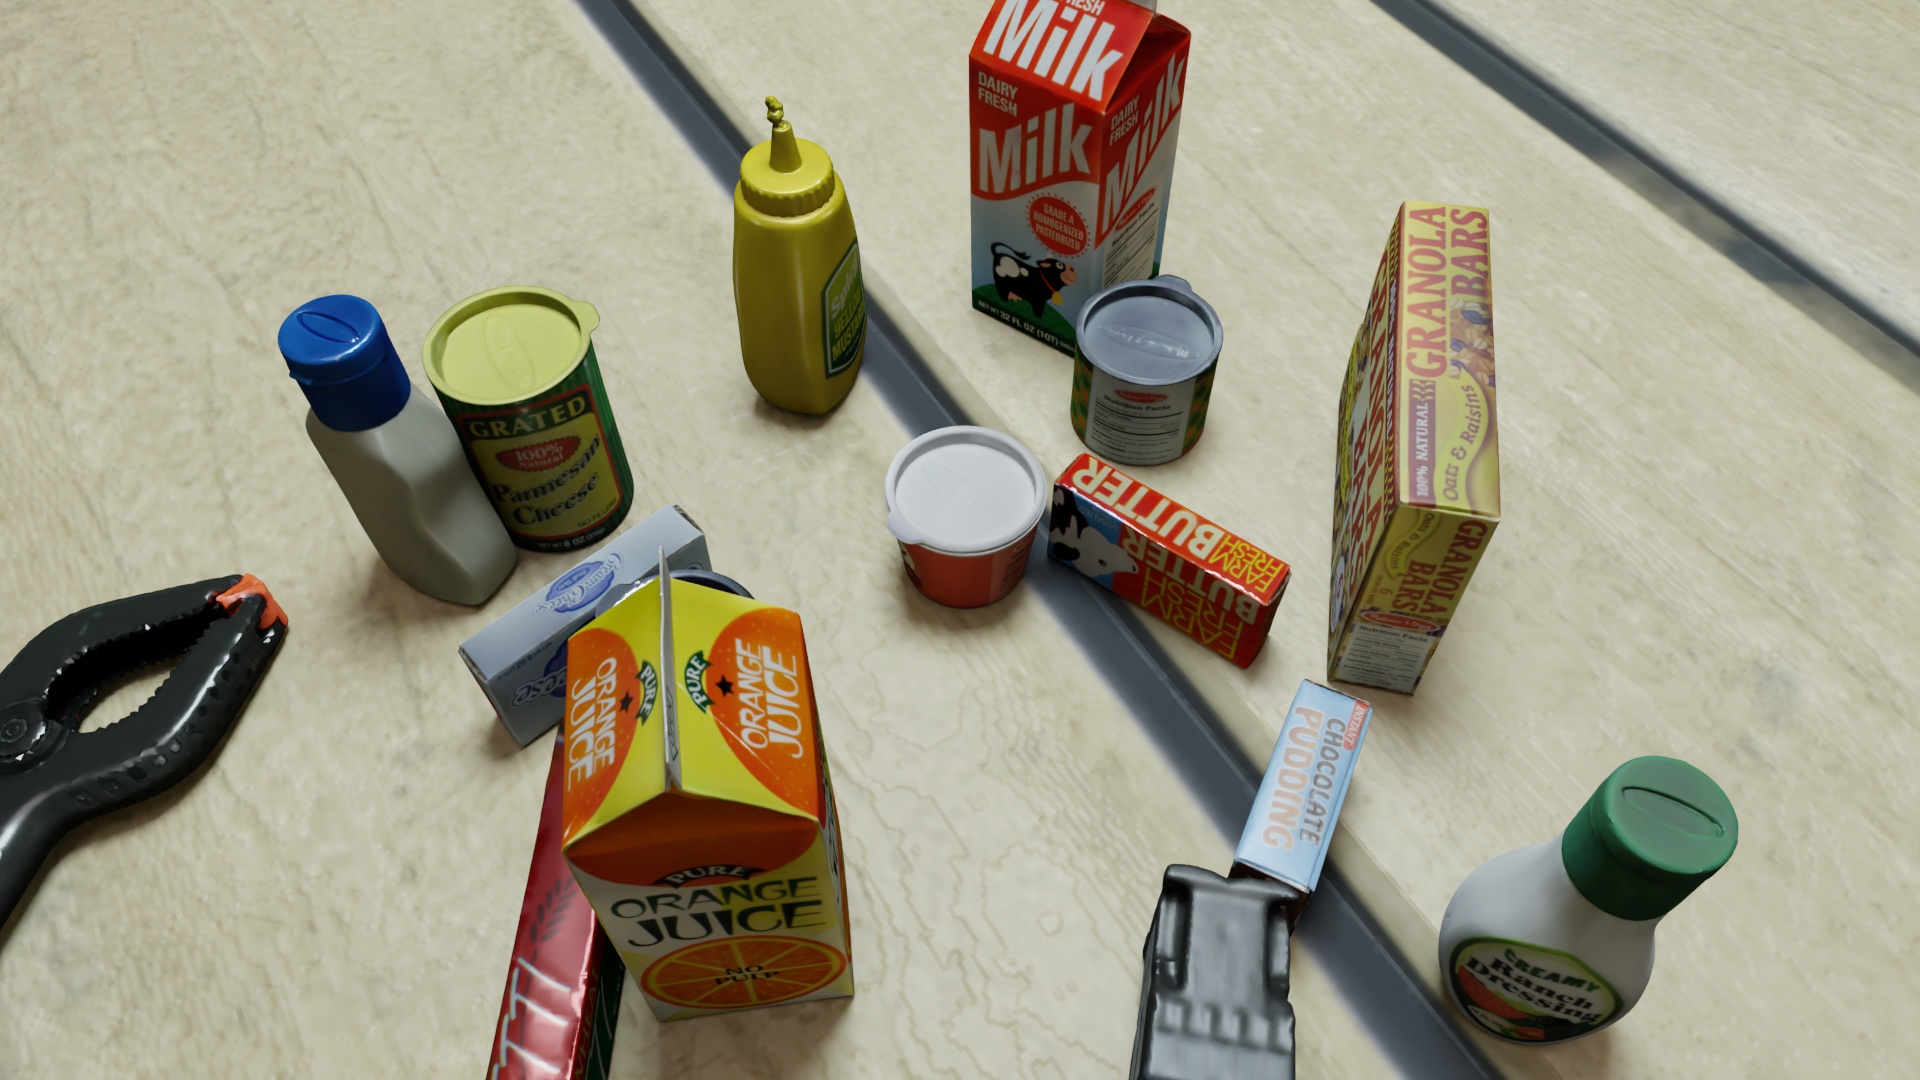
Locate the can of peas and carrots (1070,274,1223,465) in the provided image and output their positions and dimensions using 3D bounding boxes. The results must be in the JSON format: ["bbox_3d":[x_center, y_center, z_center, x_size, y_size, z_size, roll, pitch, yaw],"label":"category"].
[{"bbox_3d":[0.086,-0.079,0.646,0.071,0.058,0.071,0,54,0],"label":"can of peas and carrots"}]

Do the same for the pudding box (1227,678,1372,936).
[{"bbox_3d":[0.125,0.100,0.518,0.030,0.049,0.084,21,56,15],"label":"pudding box"}]

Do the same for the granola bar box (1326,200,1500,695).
[{"bbox_3d":[0.184,-0.039,0.575,0.039,0.123,0.166,9,54,7],"label":"granola bar box"}]

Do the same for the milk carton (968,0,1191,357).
[{"bbox_3d":[0.053,-0.183,0.641,0.072,0.189,0.074,31,60,21],"label":"milk carton"}]

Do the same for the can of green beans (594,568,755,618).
[{"bbox_3d":[-0.106,0.054,0.548,0.071,0.057,0.071,0,54,0],"label":"can of green beans"}]

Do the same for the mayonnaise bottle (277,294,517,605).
[{"bbox_3d":[-0.226,-0.033,0.558,0.065,0.147,0.041,23,57,16],"label":"mayonnaise bottle"}]

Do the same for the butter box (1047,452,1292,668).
[{"bbox_3d":[0.086,0.008,0.584,0.103,0.052,0.024,31,60,21],"label":"butter box"}]

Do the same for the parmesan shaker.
[{"bbox_3d":[-0.179,-0.050,0.598,0.071,0.102,0.071,0,54,0],"label":"parmesan shaker"}]

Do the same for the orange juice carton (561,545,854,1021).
[{"bbox_3d":[-0.078,0.084,0.442,0.073,0.191,0.072,-6,54,-4],"label":"orange juice carton"}]

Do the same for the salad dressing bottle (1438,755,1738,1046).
[{"bbox_3d":[0.198,0.118,0.444,0.064,0.146,0.044,23,57,16],"label":"salad dressing bottle"}]

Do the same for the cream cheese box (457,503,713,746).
[{"bbox_3d":[-0.148,0.034,0.566,0.104,0.053,0.024,-38,62,-24],"label":"cream cheese box"}]

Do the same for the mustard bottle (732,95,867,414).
[{"bbox_3d":[-0.073,-0.127,0.619,0.049,0.159,0.065,16,55,12],"label":"mustard bottle"}]

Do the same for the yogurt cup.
[{"bbox_3d":[0.002,-0.007,0.596,0.072,0.053,0.073,0,54,0],"label":"yogurt cup"}]

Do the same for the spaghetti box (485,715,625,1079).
[{"bbox_3d":[-0.137,0.180,0.460,0.029,0.050,0.251,0,53,1],"label":"spaghetti box"}]
